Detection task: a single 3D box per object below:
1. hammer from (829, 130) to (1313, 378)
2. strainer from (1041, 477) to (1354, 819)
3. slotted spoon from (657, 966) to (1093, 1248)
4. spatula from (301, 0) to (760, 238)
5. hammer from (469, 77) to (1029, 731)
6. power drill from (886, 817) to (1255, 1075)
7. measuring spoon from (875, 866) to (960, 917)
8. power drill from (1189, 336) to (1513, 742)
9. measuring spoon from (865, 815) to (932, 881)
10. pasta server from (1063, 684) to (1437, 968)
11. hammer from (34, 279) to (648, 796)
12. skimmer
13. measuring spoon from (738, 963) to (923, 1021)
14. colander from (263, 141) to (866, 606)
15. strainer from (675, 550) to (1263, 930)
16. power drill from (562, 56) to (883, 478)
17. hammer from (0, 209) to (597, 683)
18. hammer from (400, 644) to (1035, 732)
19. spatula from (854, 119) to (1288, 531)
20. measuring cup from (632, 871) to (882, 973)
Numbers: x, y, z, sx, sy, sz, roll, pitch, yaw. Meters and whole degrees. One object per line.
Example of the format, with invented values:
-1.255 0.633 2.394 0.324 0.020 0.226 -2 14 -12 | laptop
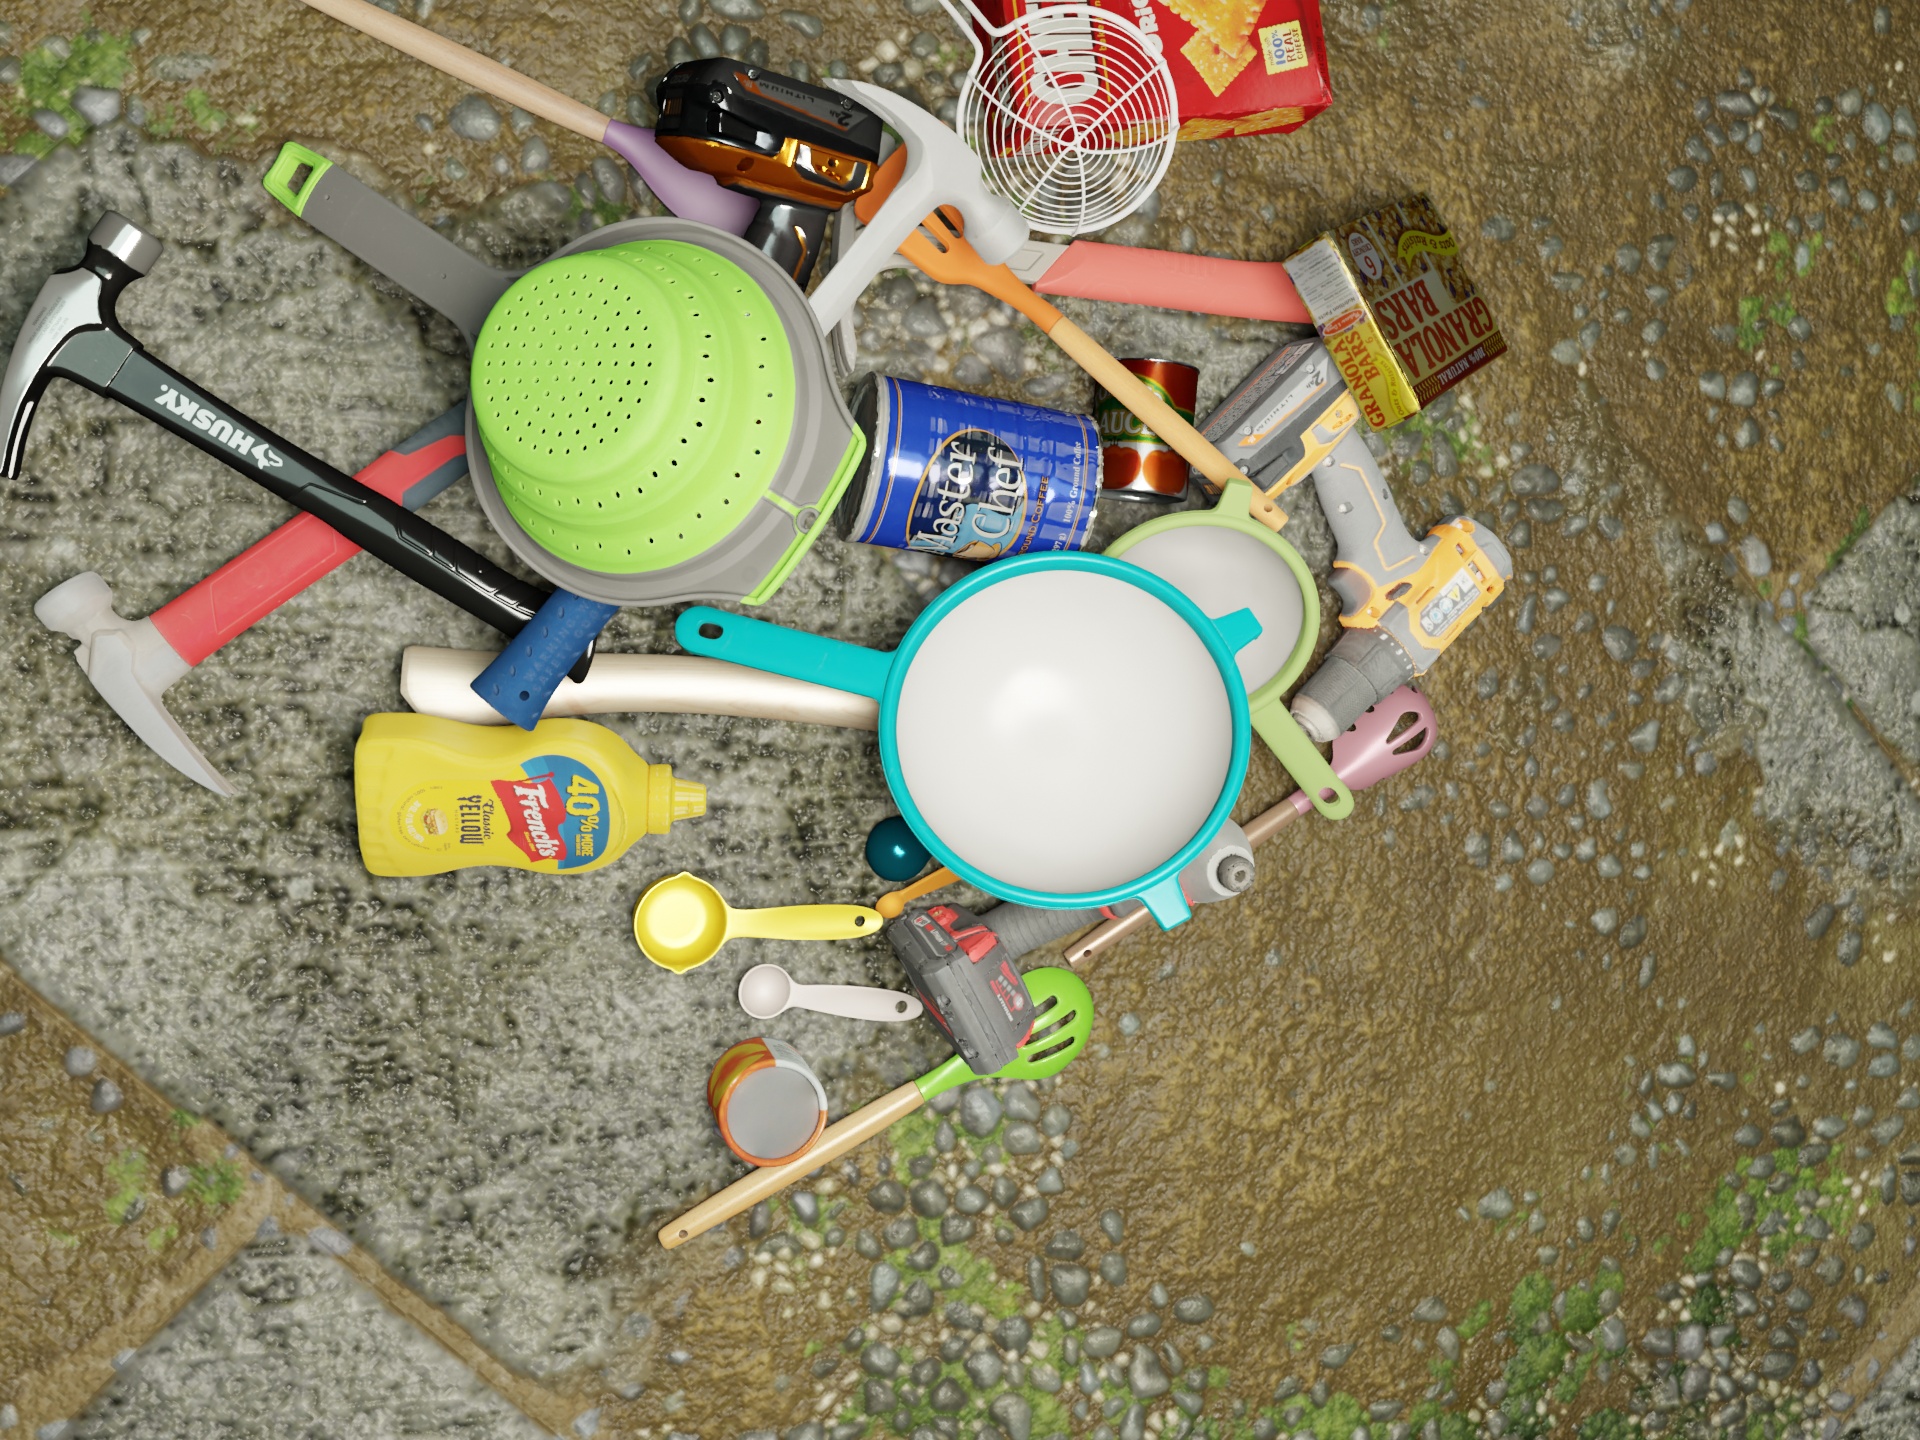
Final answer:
0.095 -0.279 1.025 0.359 0.037 0.149 3 92 -16 | hammer
0.178 -0.039 1.025 0.151 0.069 0.256 -32 116 21 | strainer
-0.048 0.251 1.011 0.314 0.031 0.070 -27 101 -12 | slotted spoon
-0.234 -0.357 0.936 0.315 0.018 0.060 22 87 -17 | spatula
-0.130 -0.168 0.875 0.405 0.035 0.143 -52 128 -3 | hammer
0.076 0.119 0.982 0.219 0.143 0.078 -29 106 -11 | power drill
0.000 0.099 1.020 0.117 0.011 0.021 -24 142 -13 | measuring spoon
0.242 -0.114 1.055 0.185 0.084 0.226 -45 107 -8 | power drill
0.003 0.074 1.020 0.128 0.021 0.042 -12 96 -15 | measuring spoon
0.200 0.073 1.077 0.316 0.040 0.060 -33 101 -8 | pasta server
-0.313 -0.123 0.913 0.386 0.038 0.143 -38 103 -11 | hammer
-0.015 -0.446 0.943 0.127 0.090 0.363 -42 77 24 | skimmer
-0.083 0.175 1.007 0.124 0.018 0.034 11 90 -23 | measuring spoon
-0.238 -0.209 0.814 0.397 0.094 0.204 35 94 15 | colander
-0.002 -0.003 0.949 0.340 0.095 0.211 15 75 7 | strainer
-0.137 -0.249 0.905 0.164 0.084 0.226 4 104 -34 | power drill
-0.346 -0.117 0.865 0.334 0.035 0.146 33 83 -17 | hammer
-0.124 -0.028 0.973 0.410 0.038 0.146 3 90 -16 | hammer
0.077 -0.227 0.965 0.322 0.041 0.081 41 81 0 | spatula
-0.126 0.123 0.986 0.156 0.029 0.062 3 92 -22 | measuring cup
